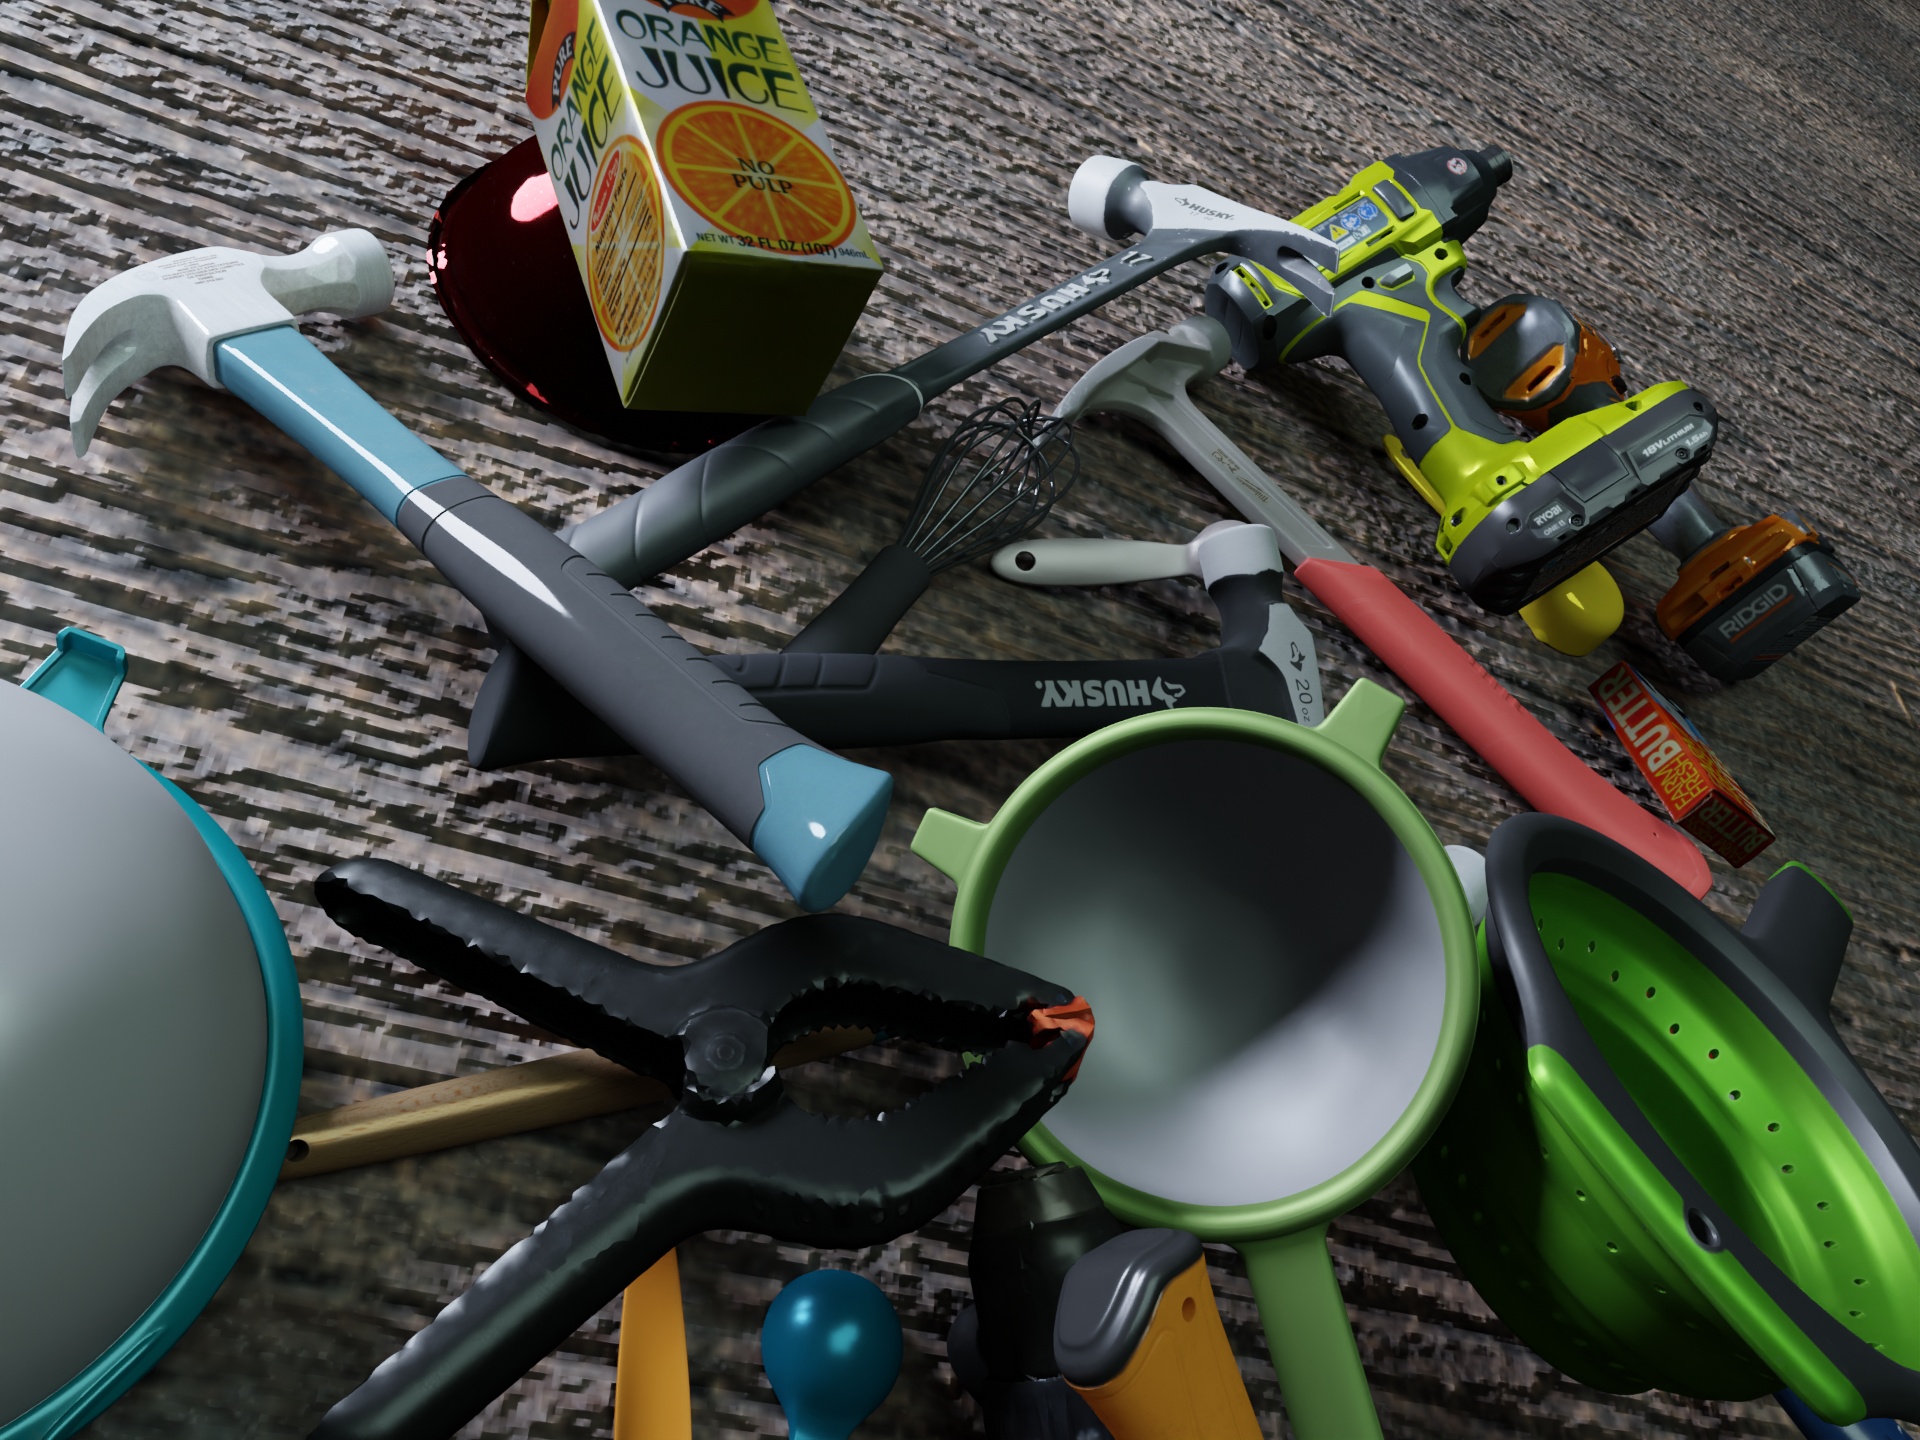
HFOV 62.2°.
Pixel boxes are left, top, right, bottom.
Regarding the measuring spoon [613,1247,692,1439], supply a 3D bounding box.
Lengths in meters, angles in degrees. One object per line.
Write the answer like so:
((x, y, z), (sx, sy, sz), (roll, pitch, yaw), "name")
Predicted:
((-0.083, 0.174, 0.423), (0.021, 0.011, 0.117), (9, 58, -26), "measuring spoon")

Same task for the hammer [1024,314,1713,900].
((0.194, -0.039, 0.725), (0.359, 0.036, 0.149), (45, 47, 5), "hammer")

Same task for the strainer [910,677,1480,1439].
((0.090, 0.124, 0.468), (0.069, 0.151, 0.256), (18, 55, -72), "strainer")

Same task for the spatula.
((-0.046, 0.093, 0.478), (0.317, 0.044, 0.082), (-7, 83, -33), "spatula")

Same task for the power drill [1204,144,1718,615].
((0.252, -0.179, 0.784), (0.171, 0.080, 0.223), (-32, 71, -6), "power drill")

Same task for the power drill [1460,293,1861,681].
((0.378, -0.131, 0.867), (0.164, 0.084, 0.227), (-4, 55, -55), "power drill")

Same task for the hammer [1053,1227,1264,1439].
((0.097, 0.280, 0.366), (0.127, 0.034, 0.337), (-16, 86, -41), "hammer")

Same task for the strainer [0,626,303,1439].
((-0.215, 0.108, 0.313), (0.211, 0.095, 0.341), (-20, 66, -36), "strainer")

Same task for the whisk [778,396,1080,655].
((-0.019, -0.054, 0.602), (0.055, 0.055, 0.239), (39, 51, -1), "whisk")

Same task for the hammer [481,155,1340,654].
((-0.012, -0.129, 0.615), (0.149, 0.036, 0.409), (29, 50, 33), "hammer")

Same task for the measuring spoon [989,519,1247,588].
((0.073, -0.068, 0.663), (0.124, 0.018, 0.034), (-3, 81, -14), "measuring spoon")

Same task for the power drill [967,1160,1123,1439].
((-0.027, 0.213, 0.364), (0.226, 0.080, 0.188), (-1, 72, -35), "power drill")

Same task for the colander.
((0.251, 0.124, 0.555), (0.205, 0.094, 0.397), (51, 30, 16), "colander")

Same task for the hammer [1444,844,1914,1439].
((0.280, 0.222, 0.558), (0.144, 0.035, 0.406), (-26, 67, -40), "hammer")

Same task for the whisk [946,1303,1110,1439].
((0.122, 0.255, 0.459), (0.296, 0.073, 0.073), (32, 47, 2), "whisk")

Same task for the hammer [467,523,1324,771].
((-0.001, -0.002, 0.548), (0.334, 0.035, 0.146), (-1, 75, -34), "hammer")

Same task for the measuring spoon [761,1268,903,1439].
((-0.037, 0.206, 0.416), (0.042, 0.021, 0.129), (22, 48, -17), "measuring spoon")

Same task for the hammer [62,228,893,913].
((-0.142, -0.056, 0.462), (0.331, 0.033, 0.128), (37, 44, 25), "hammer")

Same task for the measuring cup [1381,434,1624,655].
((0.282, -0.099, 0.825), (0.156, 0.029, 0.062), (45, 47, 1), "measuring cup")
